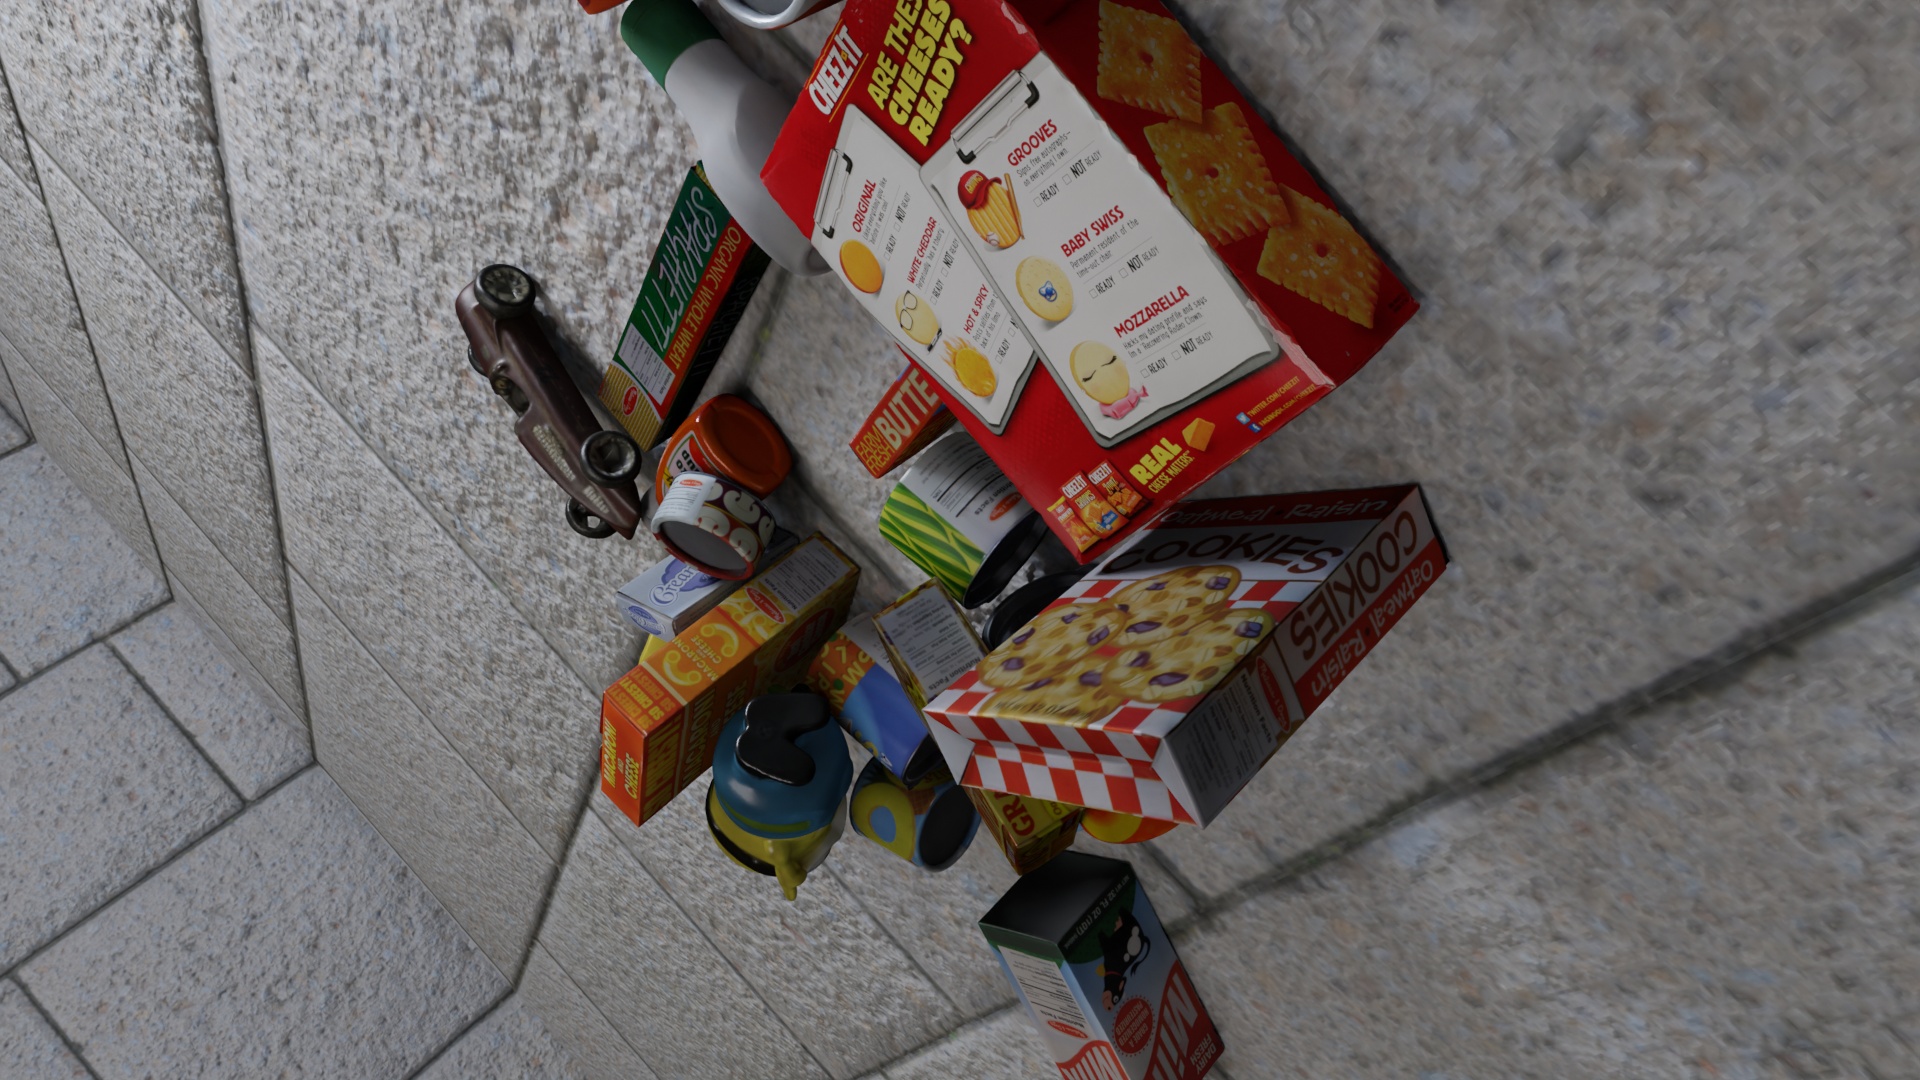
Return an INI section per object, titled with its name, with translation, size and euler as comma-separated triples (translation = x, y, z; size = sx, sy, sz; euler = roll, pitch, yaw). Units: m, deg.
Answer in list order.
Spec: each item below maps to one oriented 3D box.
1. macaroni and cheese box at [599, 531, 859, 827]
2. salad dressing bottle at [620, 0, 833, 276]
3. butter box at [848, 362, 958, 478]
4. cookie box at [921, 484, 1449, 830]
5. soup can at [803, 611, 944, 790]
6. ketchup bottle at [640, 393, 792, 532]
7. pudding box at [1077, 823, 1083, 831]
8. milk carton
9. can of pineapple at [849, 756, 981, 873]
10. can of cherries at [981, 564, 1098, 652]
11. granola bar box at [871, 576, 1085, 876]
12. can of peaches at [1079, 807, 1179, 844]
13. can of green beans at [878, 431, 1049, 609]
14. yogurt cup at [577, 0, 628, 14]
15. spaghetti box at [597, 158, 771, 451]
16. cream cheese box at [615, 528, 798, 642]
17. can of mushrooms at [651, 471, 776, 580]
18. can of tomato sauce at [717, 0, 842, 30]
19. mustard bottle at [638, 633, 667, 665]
[macaroni and cheese box]
translation = -0.140, 0.083, 0.833
size = 0.040, 0.167, 0.123
euler = 41, 145, 15
[salad dressing bottle]
translation = -0.098, -0.187, 0.626
size = 0.148, 0.064, 0.043
euler = 52, 136, 12
[butter box]
translation = -0.011, -0.069, 0.640
size = 0.024, 0.053, 0.103
euler = 50, 146, 3
[cookie box]
translation = 0.087, 0.037, 0.525
size = 0.123, 0.168, 0.040
euler = -3, 117, 50
[soup can]
translation = -0.043, 0.094, 0.819
size = 0.084, 0.072, 0.071
euler = 38, 144, 19
[ketchup bottle]
translation = -0.157, -0.038, 0.849
size = 0.064, 0.044, 0.148
euler = 48, 148, -9
[pudding box]
translation = 0.050, 0.145, 0.797
size = 0.049, 0.030, 0.083
euler = 50, 146, 2
[milk carton]
translation = 0.095, 0.287, 0.843
size = 0.073, 0.073, 0.190
euler = -4, 118, 51
[can of pineapple]
translation = -0.027, 0.166, 0.875
size = 0.058, 0.071, 0.070
euler = 20, 136, 36
[can of cherries]
translation = 0.054, 0.055, 0.672
size = 0.071, 0.072, 0.058
euler = 4, 130, 48
[granola bar box]
translation = 0.011, 0.098, 0.687
size = 0.124, 0.039, 0.165
euler = 57, 173, 16
[can of peaches]
translation = 0.080, 0.109, 0.690
size = 0.071, 0.071, 0.058
euler = 8, 129, 45
[can of green beans]
translation = 0.003, -0.010, 0.668
size = 0.058, 0.071, 0.071
euler = 40, 145, 16
[yogurt cup]
translation = -0.153, -0.267, 0.607
size = 0.072, 0.073, 0.053
euler = 7, 135, 46
[spaghetti box]
translation = -0.154, -0.125, 0.775
size = 0.050, 0.029, 0.249
euler = 50, 147, 1
[cream cheese box]
translation = -0.152, 0.022, 0.846
size = 0.053, 0.104, 0.024
euler = 21, 133, 35
[can of mushrooms]
translation = -0.141, -0.006, 0.803
size = 0.071, 0.033, 0.070
euler = 18, 152, 10
[can of tomato sauce]
translation = -0.048, -0.229, 0.501
size = 0.071, 0.083, 0.070
euler = 30, 142, 28
[mustard bottle]
translation = -0.179, 0.055, 0.950
size = 0.049, 0.066, 0.159
euler = 39, 139, 7
